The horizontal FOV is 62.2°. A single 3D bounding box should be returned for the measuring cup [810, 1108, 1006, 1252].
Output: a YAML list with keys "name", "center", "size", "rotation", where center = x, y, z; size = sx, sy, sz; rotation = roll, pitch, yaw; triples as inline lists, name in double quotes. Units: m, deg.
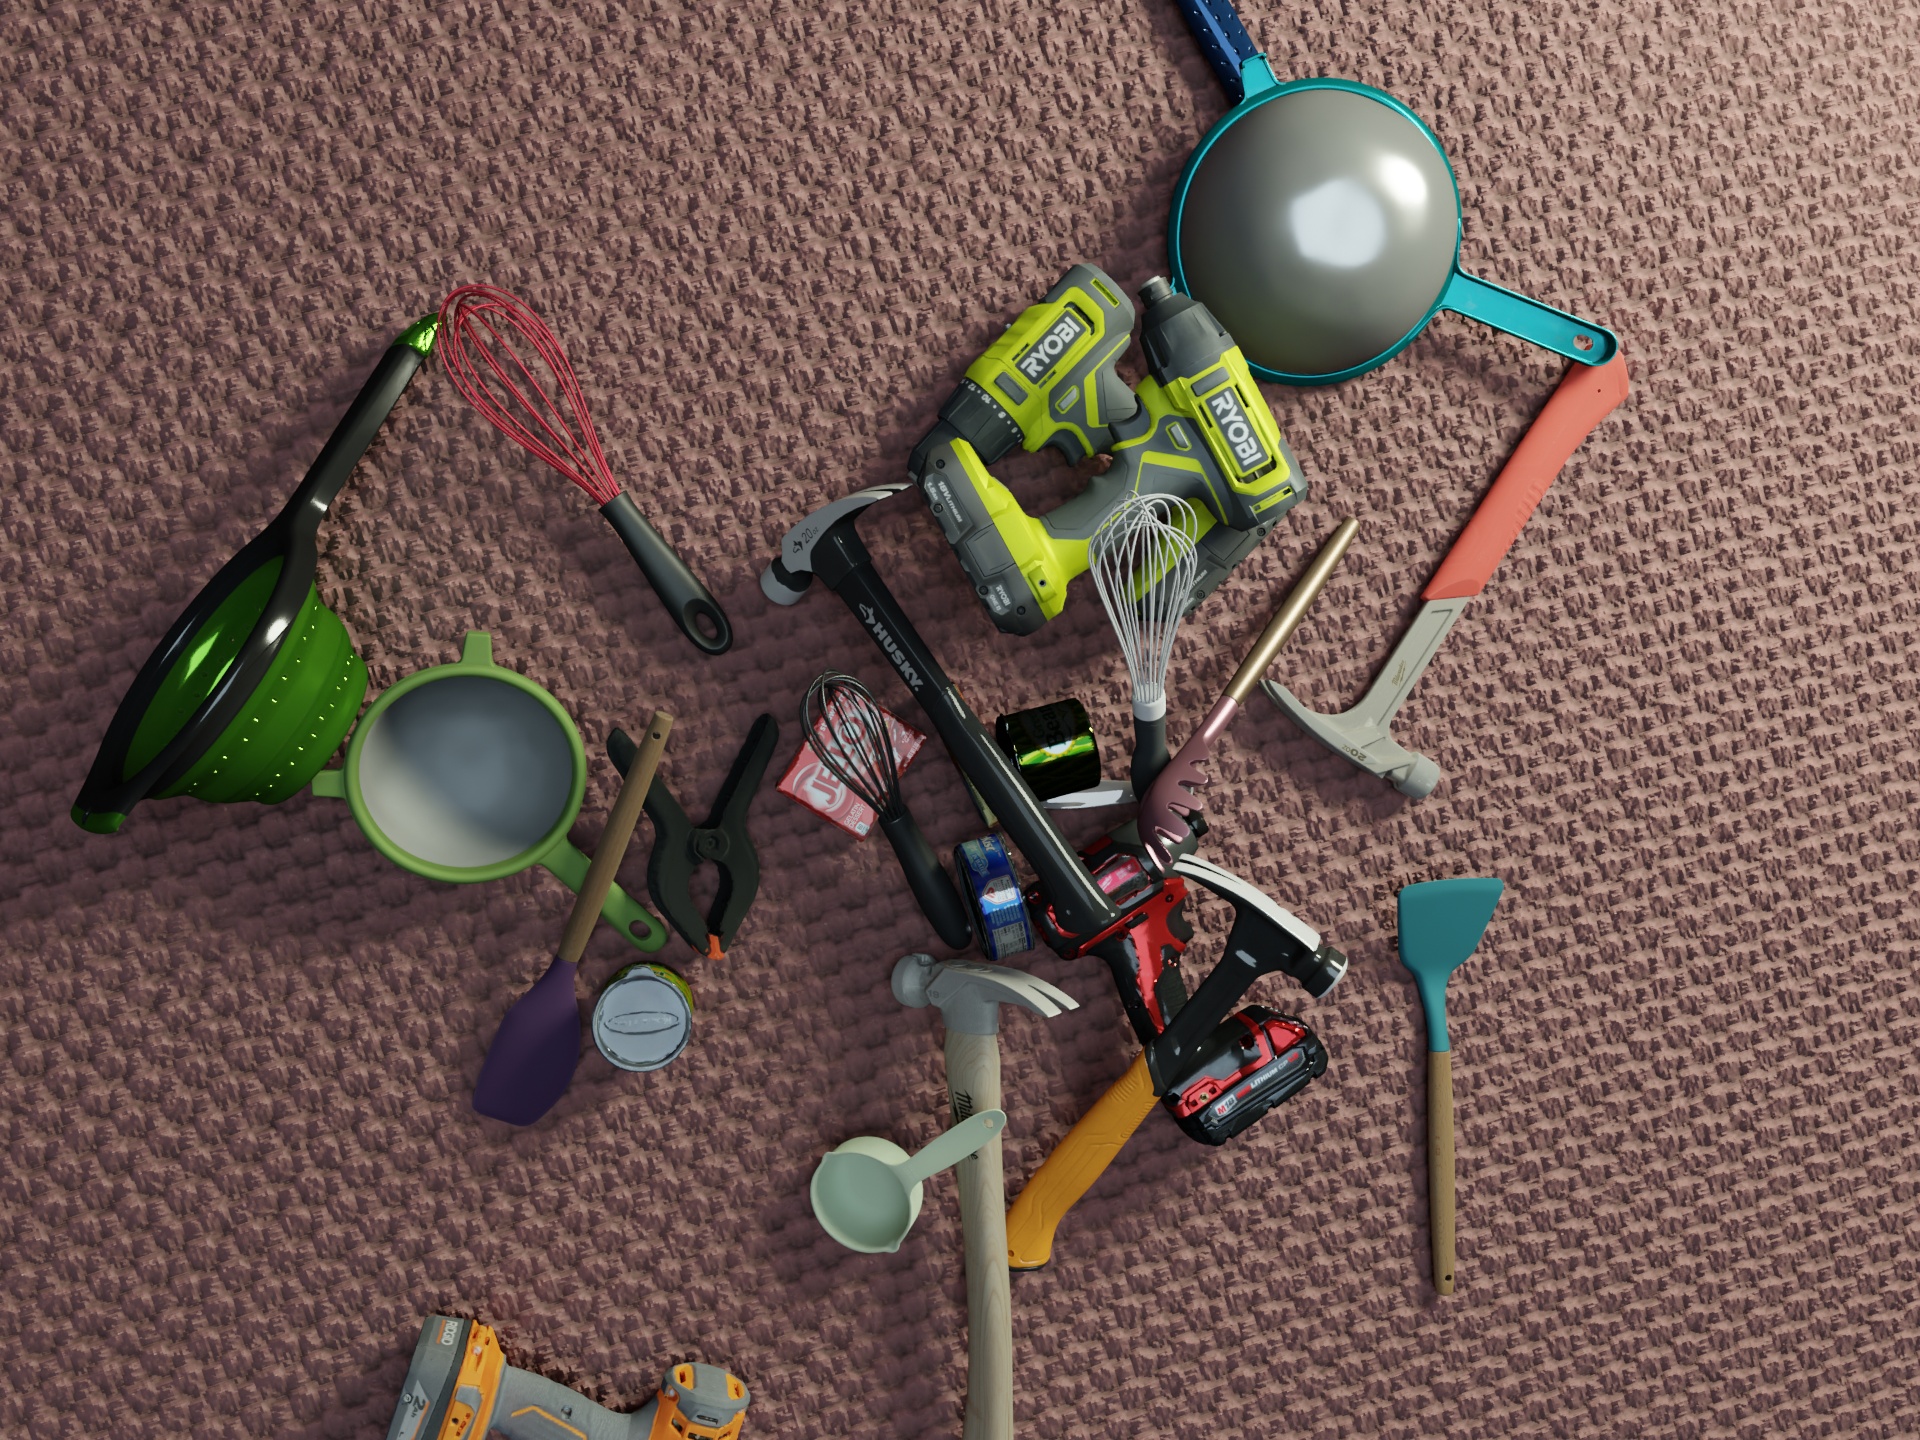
- name: "measuring cup"
  center: [-0.029, 0.302, 1.091]
  size: [0.167, 0.038, 0.083]
  rotation: [-36, 89, 21]

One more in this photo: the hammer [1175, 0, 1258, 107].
- name: "hammer"
  center: [0.143, -0.572, 1.127]
  size: [0.144, 0.035, 0.405]
  rotation: [-32, 95, -6]

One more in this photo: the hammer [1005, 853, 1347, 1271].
- name: "hammer"
  center: [0.112, 0.248, 1.081]
  size: [0.127, 0.034, 0.336]
  rotation: [36, 111, 7]

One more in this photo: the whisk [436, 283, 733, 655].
- name: "whisk"
  center: [-0.248, -0.164, 1.074]
  size: [0.073, 0.073, 0.295]
  rotation: [-37, 103, -5]

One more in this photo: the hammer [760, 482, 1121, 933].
- name: "hammer"
  center: [-0.002, -0.003, 1.044]
  size: [0.035, 0.146, 0.335]
  rotation: [-31, 83, -43]

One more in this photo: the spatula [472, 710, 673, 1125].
- name: "spatula"
  center: [-0.252, 0.137, 1.065]
  size: [0.059, 0.018, 0.316]
  rotation: [21, 103, -12]

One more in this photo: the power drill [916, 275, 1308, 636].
- name: "power drill"
  center: [0.091, -0.169, 1.038]
  size: [0.223, 0.080, 0.171]
  rotation: [-29, 95, 3]

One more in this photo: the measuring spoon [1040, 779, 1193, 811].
- name: "measuring spoon"
  center: [0.105, 0.051, 1.150]
  size: [0.124, 0.018, 0.034]
  rotation: [-2, 99, -1]

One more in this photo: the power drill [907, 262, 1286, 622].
- name: "power drill"
  center: [0.094, -0.176, 1.110]
  size: [0.228, 0.080, 0.190]
  rotation: [44, 90, -5]

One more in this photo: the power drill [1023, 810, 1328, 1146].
- name: "power drill"
  center: [0.157, 0.175, 1.129]
  size: [0.143, 0.078, 0.219]
  rotation: [-34, 92, -6]

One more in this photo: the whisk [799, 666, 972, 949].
- name: "whisk"
  center: [-0.045, 0.066, 1.082]
  size: [0.055, 0.055, 0.238]
  rotation: [-30, 116, -6]

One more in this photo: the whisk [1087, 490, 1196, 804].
- name: "whisk"
  center: [0.120, -0.034, 1.035]
  size: [0.070, 0.070, 0.284]
  rotation: [-17, 137, -7]

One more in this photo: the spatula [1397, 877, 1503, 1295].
- name: "spatula"
  center: [0.357, 0.271, 1.173]
  size: [0.082, 0.044, 0.317]
  rotation: [-3, 93, -11]

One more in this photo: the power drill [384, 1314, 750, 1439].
- name: "power drill"
  center: [-0.274, 0.504, 1.074]
  size: [0.226, 0.084, 0.164]
  rotation: [18, 89, -12]

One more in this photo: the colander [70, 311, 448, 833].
- name: "colander"
  center: [-0.410, -0.084, 1.025]
  size: [0.094, 0.204, 0.397]
  rotation: [38, 67, -34]

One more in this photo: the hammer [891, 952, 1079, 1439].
- name: "hammer"
  center: [0.024, 0.371, 1.097]
  size: [0.038, 0.146, 0.410]
  rotation: [-9, 99, -45]

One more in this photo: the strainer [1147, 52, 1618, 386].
- name: "strainer"
  center: [0.313, -0.314, 1.101]
  size: [0.340, 0.095, 0.211]
  rotation: [20, 103, -6]

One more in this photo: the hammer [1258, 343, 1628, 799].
- name: "hammer"
  center: [0.372, -0.127, 1.169]
  size: [0.149, 0.037, 0.359]
  rotation: [34, 87, -7]

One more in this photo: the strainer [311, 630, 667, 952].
- name: "strainer"
  center: [-0.293, 0.063, 1.075]
  size: [0.151, 0.069, 0.256]
  rotation: [-42, 114, 0]

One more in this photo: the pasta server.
- name: "pasta server"
  center: [0.206, -0.028, 1.102]
  size: [0.040, 0.060, 0.316]
  rotation: [33, 65, 11]
